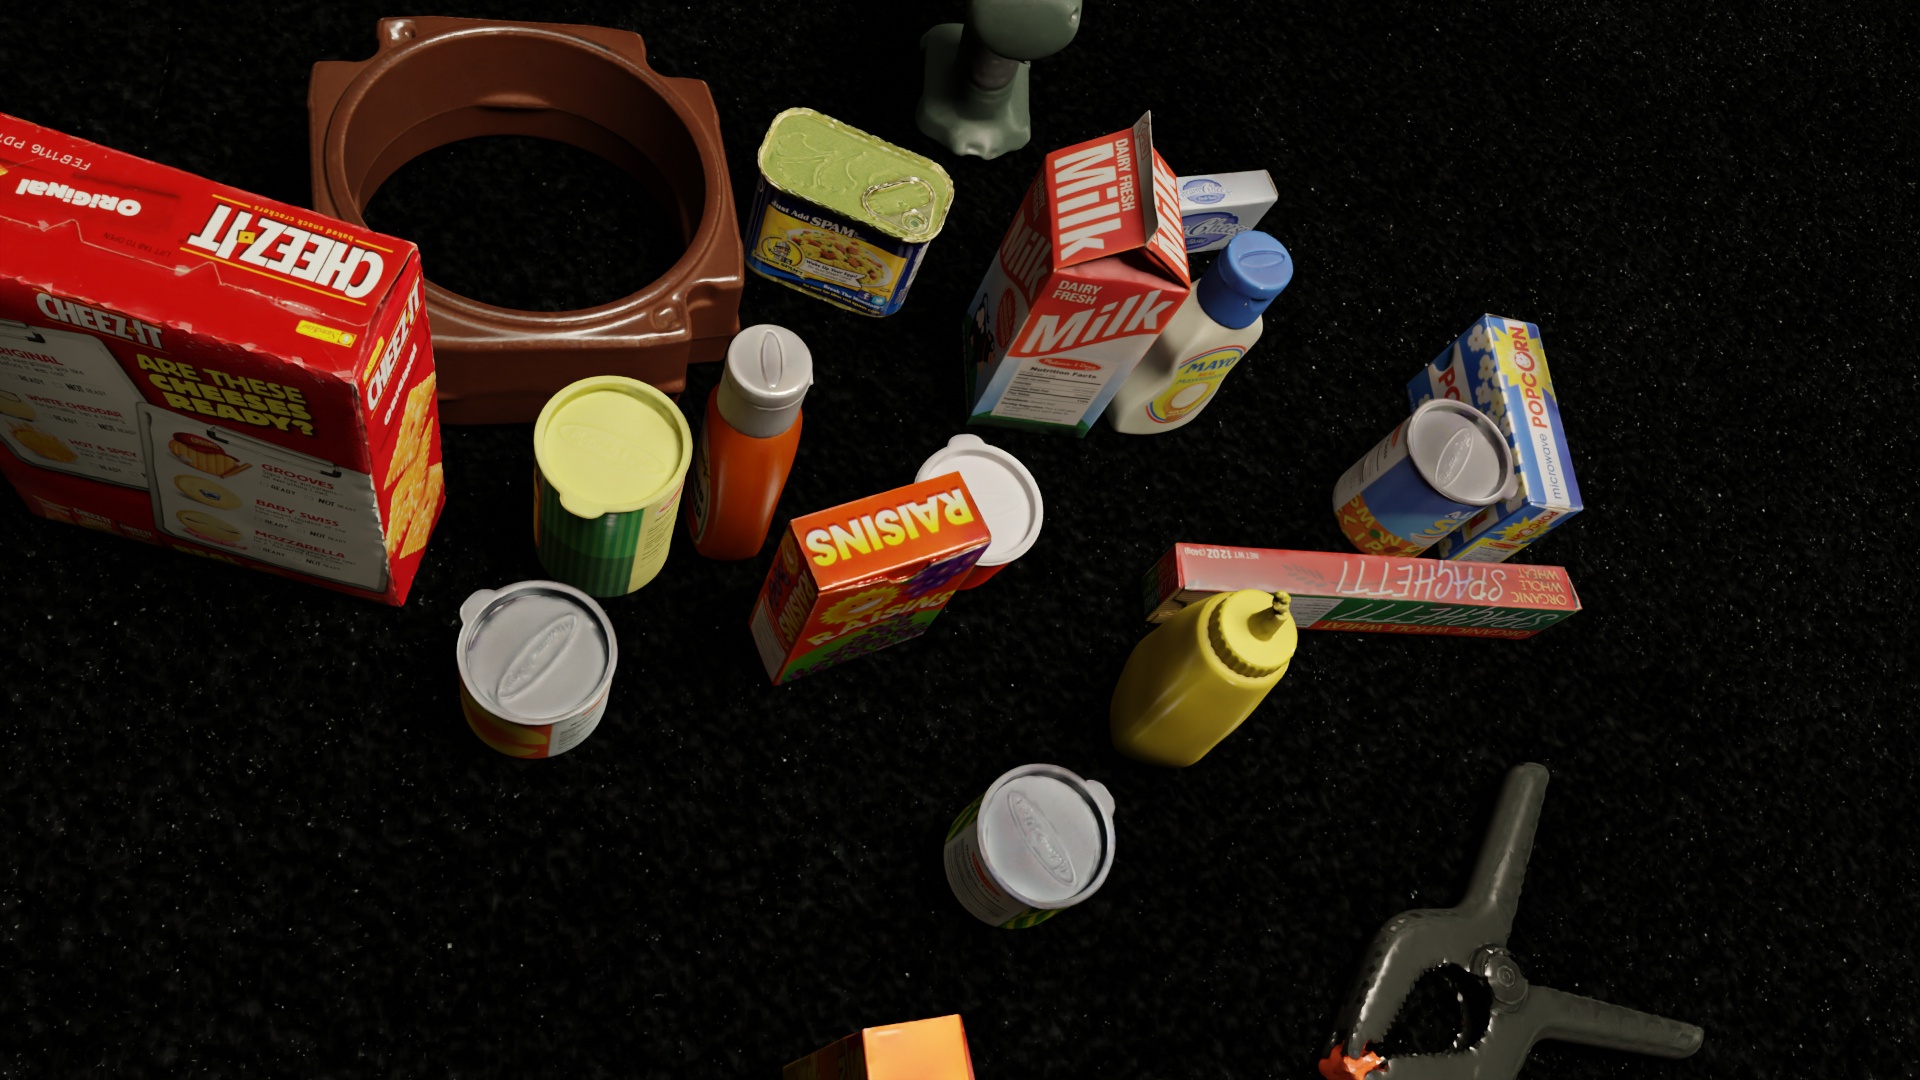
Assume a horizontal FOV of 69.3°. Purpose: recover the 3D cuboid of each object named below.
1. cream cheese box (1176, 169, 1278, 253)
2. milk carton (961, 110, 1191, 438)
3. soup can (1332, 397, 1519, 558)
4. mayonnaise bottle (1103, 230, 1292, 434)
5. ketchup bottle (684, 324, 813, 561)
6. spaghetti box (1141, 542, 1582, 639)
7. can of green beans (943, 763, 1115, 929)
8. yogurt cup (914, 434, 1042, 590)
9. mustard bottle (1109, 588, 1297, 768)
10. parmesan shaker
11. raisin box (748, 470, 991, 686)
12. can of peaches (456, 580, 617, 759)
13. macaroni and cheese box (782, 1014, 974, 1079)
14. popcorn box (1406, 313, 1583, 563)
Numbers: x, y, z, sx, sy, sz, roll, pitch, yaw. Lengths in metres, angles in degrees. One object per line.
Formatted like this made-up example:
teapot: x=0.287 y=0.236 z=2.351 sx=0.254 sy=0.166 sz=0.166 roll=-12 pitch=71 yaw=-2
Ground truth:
cream cheese box: x=0.138 y=-0.199 z=0.854 sx=0.104 sy=0.053 sz=0.024 roll=-11 pitch=69 yaw=-22
milk carton: x=0.062 y=-0.132 z=0.717 sx=0.073 sy=0.189 sz=0.072 roll=6 pitch=64 yaw=-15
soup can: x=0.265 y=-0.030 z=0.796 sx=0.071 sy=0.083 sz=0.071 roll=7 pitch=63 yaw=-15
mayonnaise bottle: x=0.129 y=-0.109 z=0.753 sx=0.065 sy=0.147 sz=0.041 roll=-12 pitch=70 yaw=-22
ketchup bottle: x=-0.099 y=-0.046 z=0.648 sx=0.043 sy=0.148 sz=0.065 roll=1 pitch=65 yaw=-17
spaghetti box: x=0.224 y=0.030 z=0.772 sx=0.250 sy=0.050 sz=0.029 roll=3 pitch=65 yaw=-16
can of green beans: x=0.031 y=0.144 z=0.650 sx=0.071 sy=0.057 sz=0.071 roll=7 pitch=63 yaw=-15
yogurt cup: x=0.003 y=-0.009 z=0.717 sx=0.072 sy=0.053 sz=0.072 roll=7 pitch=63 yaw=-15
mustard bottle: x=0.119 y=0.061 z=0.660 sx=0.049 sy=0.159 sz=0.065 roll=18 pitch=61 yaw=-9
parmesan shaker: x=-0.164 y=-0.019 z=0.640 sx=0.071 sy=0.102 sz=0.071 roll=7 pitch=63 yaw=-15
raisin box: x=-0.046 y=0.020 z=0.647 sx=0.086 sy=0.122 sz=0.040 roll=-17 pitch=72 yaw=-24
can of peaches: x=-0.191 y=0.057 z=0.620 sx=0.071 sy=0.057 sz=0.071 roll=7 pitch=63 yaw=-15
macaroni and cheese box: x=-0.029 y=0.250 z=0.516 sx=0.040 sy=0.165 sz=0.124 roll=-1 pitch=66 yaw=-18
popcorn box: x=0.313 y=-0.057 z=0.823 sx=0.038 sy=0.085 sz=0.127 roll=5 pitch=64 yaw=-16
